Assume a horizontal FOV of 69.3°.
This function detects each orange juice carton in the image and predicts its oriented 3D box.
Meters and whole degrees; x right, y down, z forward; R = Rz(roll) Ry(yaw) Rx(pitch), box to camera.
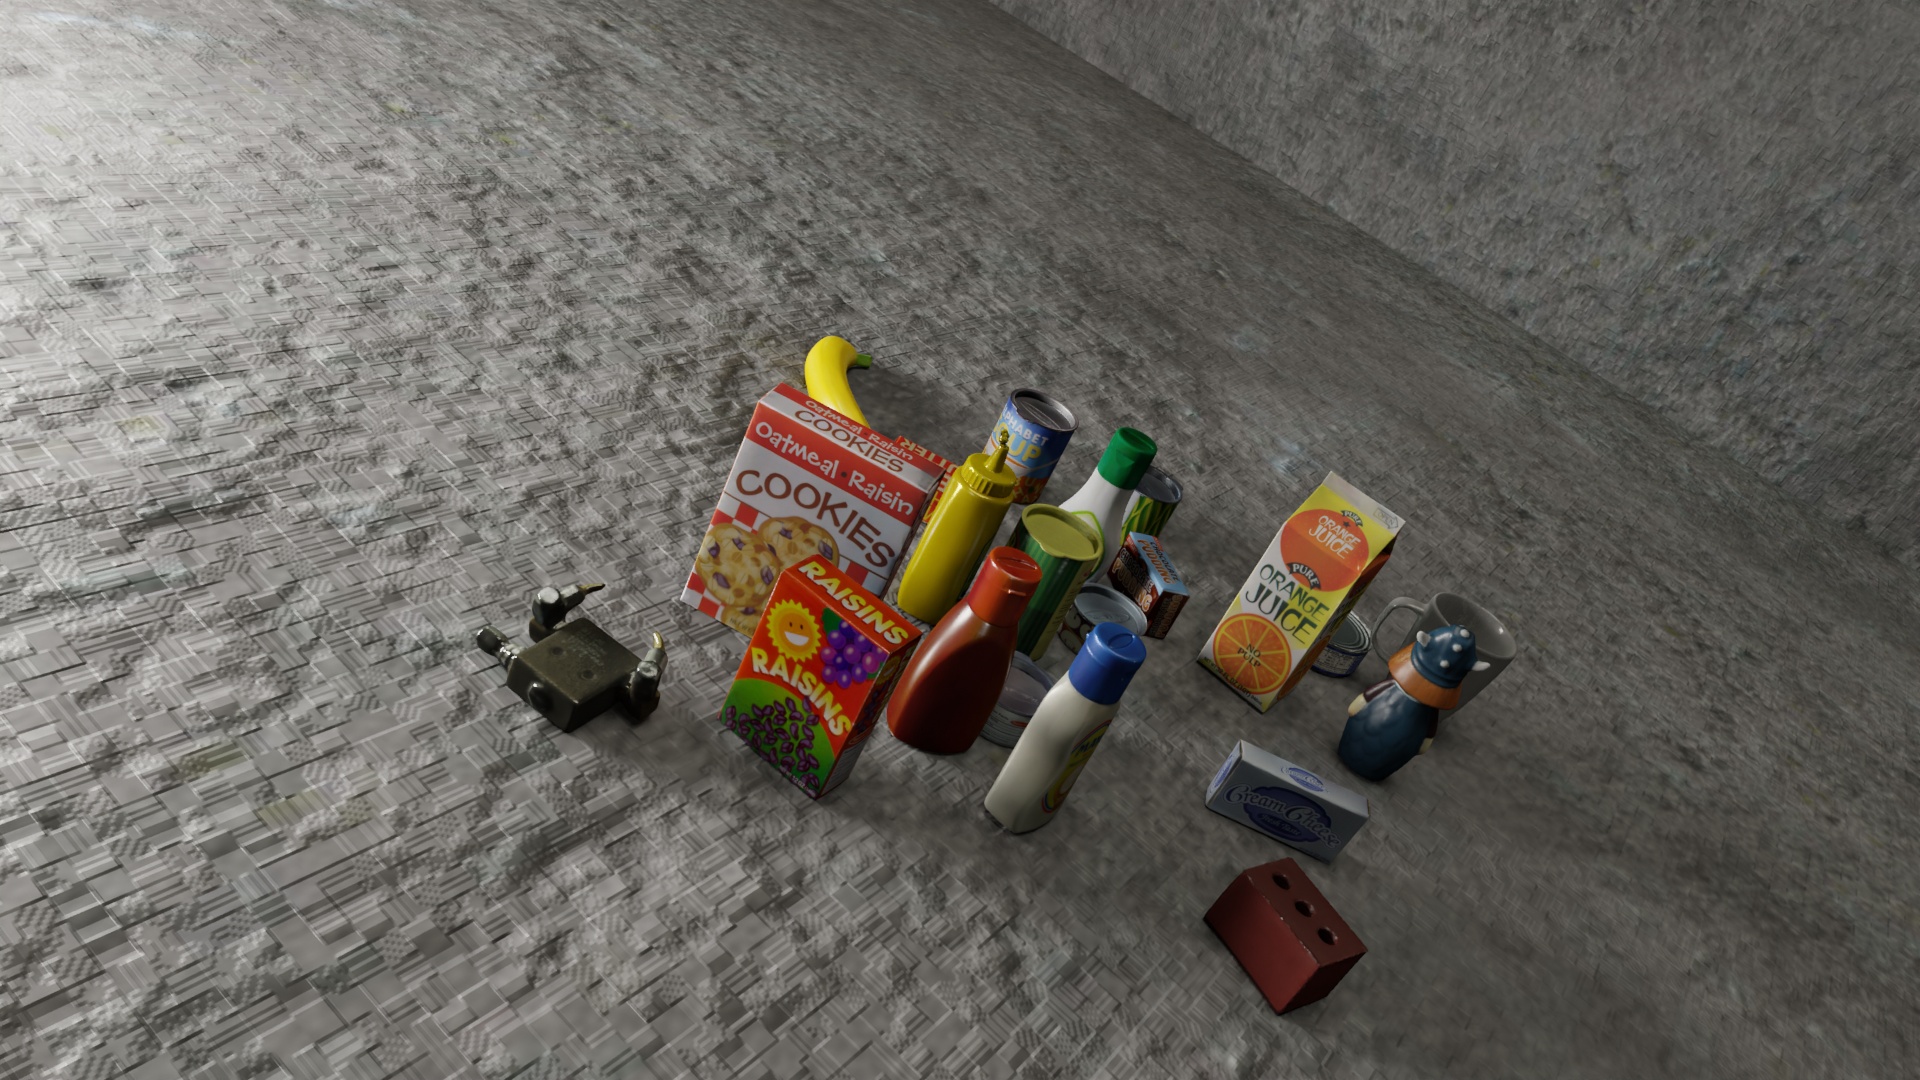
[{"bbox_3d":[0.277,0.039,1.119,0.072,0.191,0.073,40,32,21],"label":"orange juice carton"}]

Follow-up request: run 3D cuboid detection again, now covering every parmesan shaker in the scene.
[{"bbox_3d":[0.054,0.034,1.042,0.071,0.102,0.072,20,30,-12],"label":"parmesan shaker"}]

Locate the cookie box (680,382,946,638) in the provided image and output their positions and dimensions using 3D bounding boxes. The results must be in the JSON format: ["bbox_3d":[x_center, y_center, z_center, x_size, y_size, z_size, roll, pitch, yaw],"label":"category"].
[{"bbox_3d":[-0.099,-0.003,0.915,0.123,0.166,0.040,28,29,2],"label":"cookie box"}]

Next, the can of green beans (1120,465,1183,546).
[{"bbox_3d":[0.161,-0.032,1.275,0.071,0.057,0.071,20,30,-12],"label":"can of green beans"}]

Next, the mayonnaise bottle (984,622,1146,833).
[{"bbox_3d":[0.068,0.118,0.876,0.041,0.147,0.065,41,32,23],"label":"mayonnaise bottle"}]

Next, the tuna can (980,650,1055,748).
[{"bbox_3d":[0.034,0.110,0.977,0.071,0.032,0.071,20,30,-12],"label":"tuna can"}]

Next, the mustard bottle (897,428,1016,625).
[{"bbox_3d":[0.004,-0.013,1.018,0.049,0.159,0.065,28,29,2],"label":"mustard bottle"}]

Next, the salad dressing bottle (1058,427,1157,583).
[{"bbox_3d":[0.111,-0.024,1.132,0.064,0.147,0.044,33,30,11],"label":"salad dressing bottle"}]

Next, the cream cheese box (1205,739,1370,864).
[{"bbox_3d":[0.233,0.188,0.992,0.104,0.053,0.024,25,29,-3],"label":"cream cheese box"}]

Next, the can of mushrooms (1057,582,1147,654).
[{"bbox_3d":[0.113,0.068,1.104,0.071,0.033,0.071,20,30,-12],"label":"can of mushrooms"}]

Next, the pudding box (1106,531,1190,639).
[{"bbox_3d":[0.158,0.037,1.173,0.030,0.049,0.084,12,33,-24],"label":"pudding box"}]

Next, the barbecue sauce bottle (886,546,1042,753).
[{"bbox_3d":[0.006,0.072,0.899,0.065,0.147,0.044,14,32,-22],"label":"barbecue sauce bottle"}]

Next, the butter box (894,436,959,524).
[{"bbox_3d":[-0.018,-0.039,1.150,0.103,0.053,0.024,27,29,0],"label":"butter box"}]

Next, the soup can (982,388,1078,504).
[{"bbox_3d":[0.057,-0.084,1.248,0.071,0.083,0.072,20,30,-12],"label":"soup can"}]

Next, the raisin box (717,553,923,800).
[{"bbox_3d":[-0.086,0.082,0.836,0.086,0.122,0.040,37,31,17],"label":"raisin box"}]
